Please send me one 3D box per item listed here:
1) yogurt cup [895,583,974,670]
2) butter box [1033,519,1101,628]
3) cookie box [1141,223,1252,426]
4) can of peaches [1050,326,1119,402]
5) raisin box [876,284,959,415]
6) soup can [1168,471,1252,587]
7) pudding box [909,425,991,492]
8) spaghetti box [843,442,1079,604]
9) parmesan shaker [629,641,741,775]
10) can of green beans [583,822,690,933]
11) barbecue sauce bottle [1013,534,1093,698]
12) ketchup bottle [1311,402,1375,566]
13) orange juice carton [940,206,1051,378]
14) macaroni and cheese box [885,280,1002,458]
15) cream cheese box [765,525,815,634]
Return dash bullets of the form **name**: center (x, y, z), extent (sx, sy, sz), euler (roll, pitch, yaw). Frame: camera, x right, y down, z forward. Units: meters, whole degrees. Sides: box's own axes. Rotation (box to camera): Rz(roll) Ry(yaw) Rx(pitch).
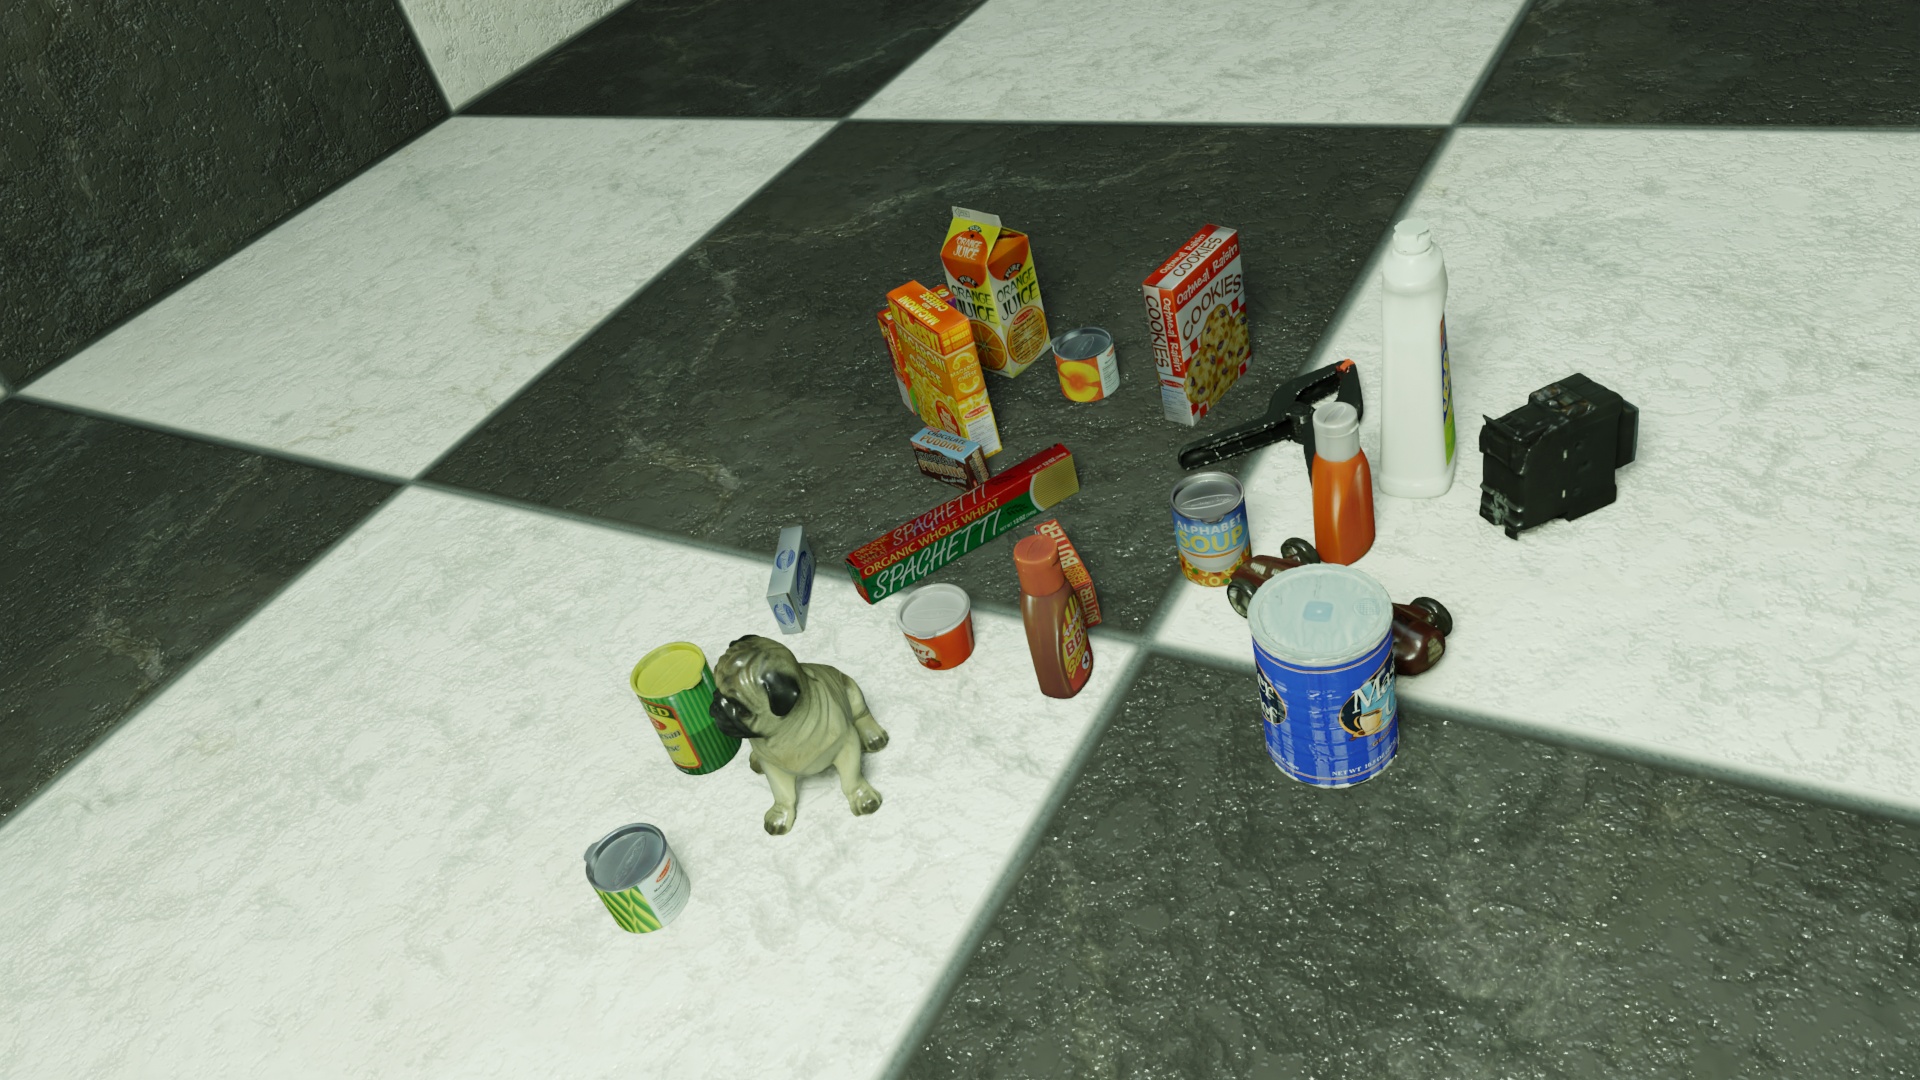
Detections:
- **yogurt cup**: center (-0.019, 0.080, 1.251), extent (0.072, 0.053, 0.073), euler (-10, 38, 8)
- **butter box**: center (0.098, 0.031, 1.270), extent (0.024, 0.053, 0.104), euler (-20, 38, -4)
- **cookie box**: center (0.247, -0.223, 1.437), extent (0.040, 0.166, 0.123), euler (19, 50, 37)
- **can of peaches**: center (0.137, -0.194, 1.530), extent (0.071, 0.057, 0.071), euler (-10, 38, 8)
- **raisin box**: center (-0.035, -0.214, 1.565), extent (0.086, 0.122, 0.040), euler (-25, 38, -10)
- **soup can**: center (0.225, -0.008, 1.246), extent (0.071, 0.083, 0.072), euler (-10, 38, 8)
- **pudding box**: center (-0.010, -0.085, 1.456), extent (0.084, 0.049, 0.030), euler (24, 53, 40)
- **spaghetti box**: center (0.005, -0.017, 1.366), extent (0.251, 0.050, 0.029), euler (-29, 39, -15)
- **parmesan shaker**: center (-0.235, 0.148, 1.206), extent (0.071, 0.102, 0.072), euler (-10, 38, 8)
- **can of green beans**: center (-0.255, 0.268, 1.101), extent (0.071, 0.057, 0.071), euler (-10, 38, 8)
- **barbecue sauce bottle**: center (0.076, 0.062, 1.162), extent (0.043, 0.147, 0.065), euler (5, 43, 26)
- **ketchup bottle**: center (0.331, -0.050, 1.207), extent (0.043, 0.148, 0.065), euler (21, 51, 39)
- **orange juice carton**: center (0.038, -0.288, 1.573), extent (0.072, 0.191, 0.073), euler (23, 52, 39)
- **macaroni and cheese box**: center (-0.018, -0.179, 1.480), extent (0.040, 0.165, 0.124), euler (-29, 39, -15)
- **cream cheese box**: center (-0.164, 0.038, 1.356), extent (0.024, 0.053, 0.104), euler (-9, 38, 10)
